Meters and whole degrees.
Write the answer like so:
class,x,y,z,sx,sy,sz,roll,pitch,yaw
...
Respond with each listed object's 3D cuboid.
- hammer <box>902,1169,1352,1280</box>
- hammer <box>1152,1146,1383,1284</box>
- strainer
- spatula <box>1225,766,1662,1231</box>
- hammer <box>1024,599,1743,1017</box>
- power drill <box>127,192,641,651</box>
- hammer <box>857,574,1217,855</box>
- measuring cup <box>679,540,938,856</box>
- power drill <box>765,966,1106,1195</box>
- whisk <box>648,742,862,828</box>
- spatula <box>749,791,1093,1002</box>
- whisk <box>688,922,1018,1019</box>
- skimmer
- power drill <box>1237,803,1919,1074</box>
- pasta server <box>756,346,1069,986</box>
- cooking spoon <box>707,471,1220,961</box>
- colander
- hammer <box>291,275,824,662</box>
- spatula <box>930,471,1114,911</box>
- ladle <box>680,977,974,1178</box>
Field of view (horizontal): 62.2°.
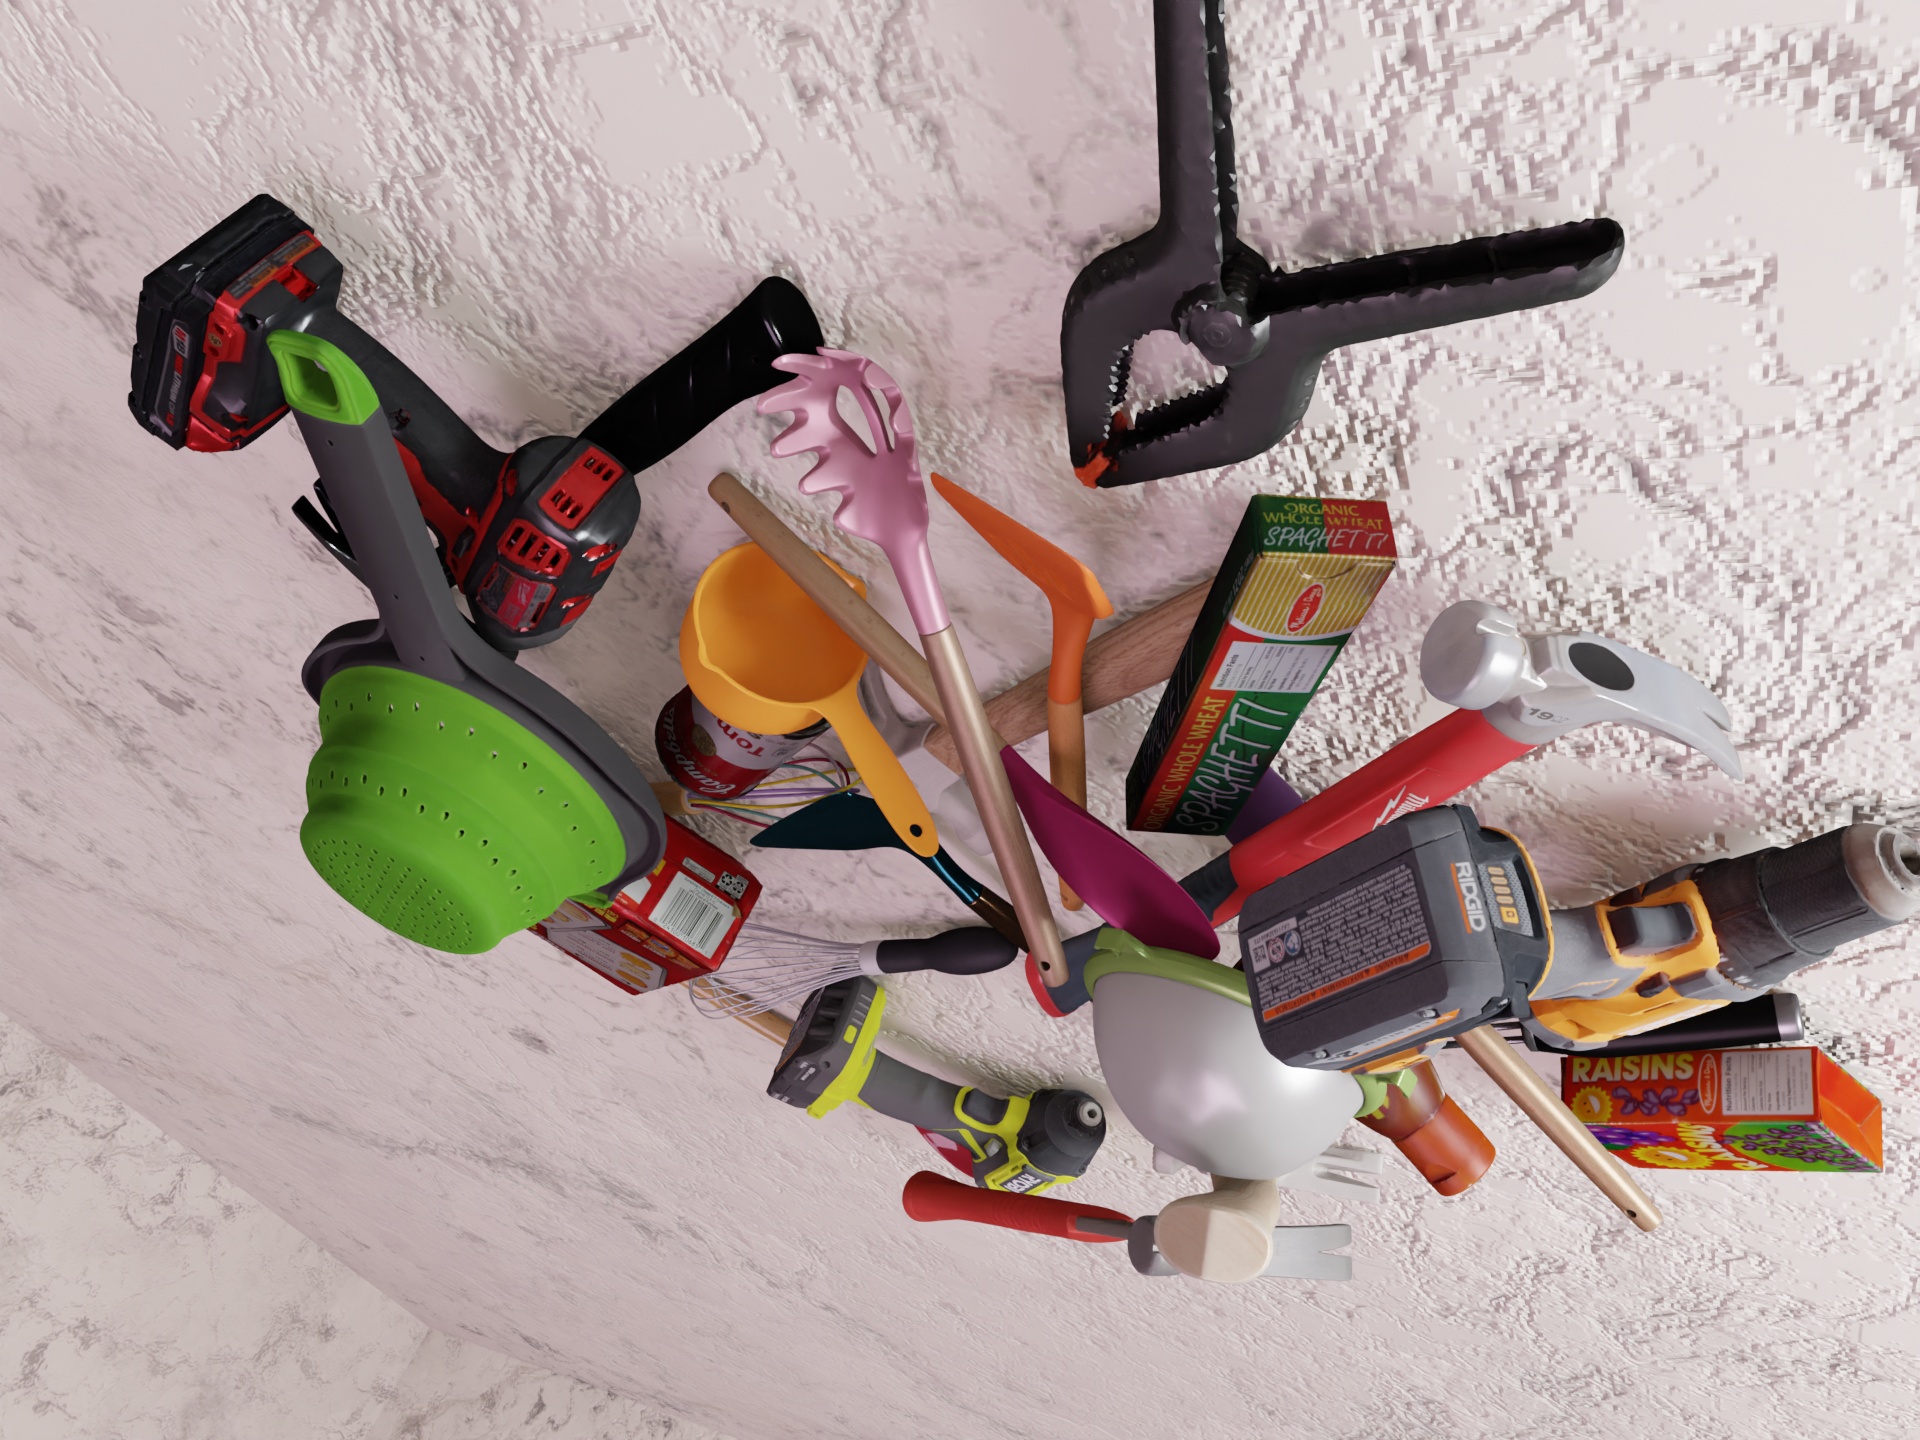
class,x,y,z,sx,sy,sz,roll,pitch,yaw
hammer,0.076,0.321,1.022,0.149,0.037,0.359,12,164,-29
hammer,0.162,0.254,0.854,0.146,0.038,0.410,6,172,12
strainer,0.112,0.193,0.790,0.151,0.069,0.256,25,155,8
spatula,0.228,0.132,0.775,0.316,0.018,0.059,46,143,0
hammer,0.155,0.067,0.727,0.143,0.038,0.386,16,147,-23
power drill,-0.259,-0.120,0.730,0.219,0.079,0.143,37,142,-9
hammer,0.056,-0.020,0.740,0.130,0.031,0.331,39,144,-18
measuring cup,-0.068,-0.002,0.761,0.174,0.095,0.052,57,148,6
power drill,-0.013,0.265,1.133,0.223,0.080,0.171,26,147,-6
whisk,-0.143,0.045,0.958,0.245,0.047,0.051,-5,137,45
spatula,0.022,0.124,0.931,0.317,0.044,0.082,39,133,-26
whisk,-0.080,0.158,1.055,0.284,0.070,0.070,-11,132,35
skimmer,0.238,0.144,0.841,0.363,0.090,0.127,-10,129,28
power drill,0.251,0.085,0.640,0.226,0.084,0.185,6,153,-30
pasta server,-0.006,-0.012,0.683,0.060,0.040,0.316,-5,116,31
cooking spoon,-0.001,-0.002,0.731,0.319,0.017,0.068,44,150,5
colander,-0.261,0.002,0.738,0.204,0.095,0.396,17,144,14
hammer,-0.199,-0.118,0.779,0.149,0.036,0.409,44,142,-23
spatula,0.041,0.007,0.720,0.081,0.041,0.322,35,154,27
ladle,-0.106,0.264,1.235,0.315,0.031,0.069,32,148,-5
